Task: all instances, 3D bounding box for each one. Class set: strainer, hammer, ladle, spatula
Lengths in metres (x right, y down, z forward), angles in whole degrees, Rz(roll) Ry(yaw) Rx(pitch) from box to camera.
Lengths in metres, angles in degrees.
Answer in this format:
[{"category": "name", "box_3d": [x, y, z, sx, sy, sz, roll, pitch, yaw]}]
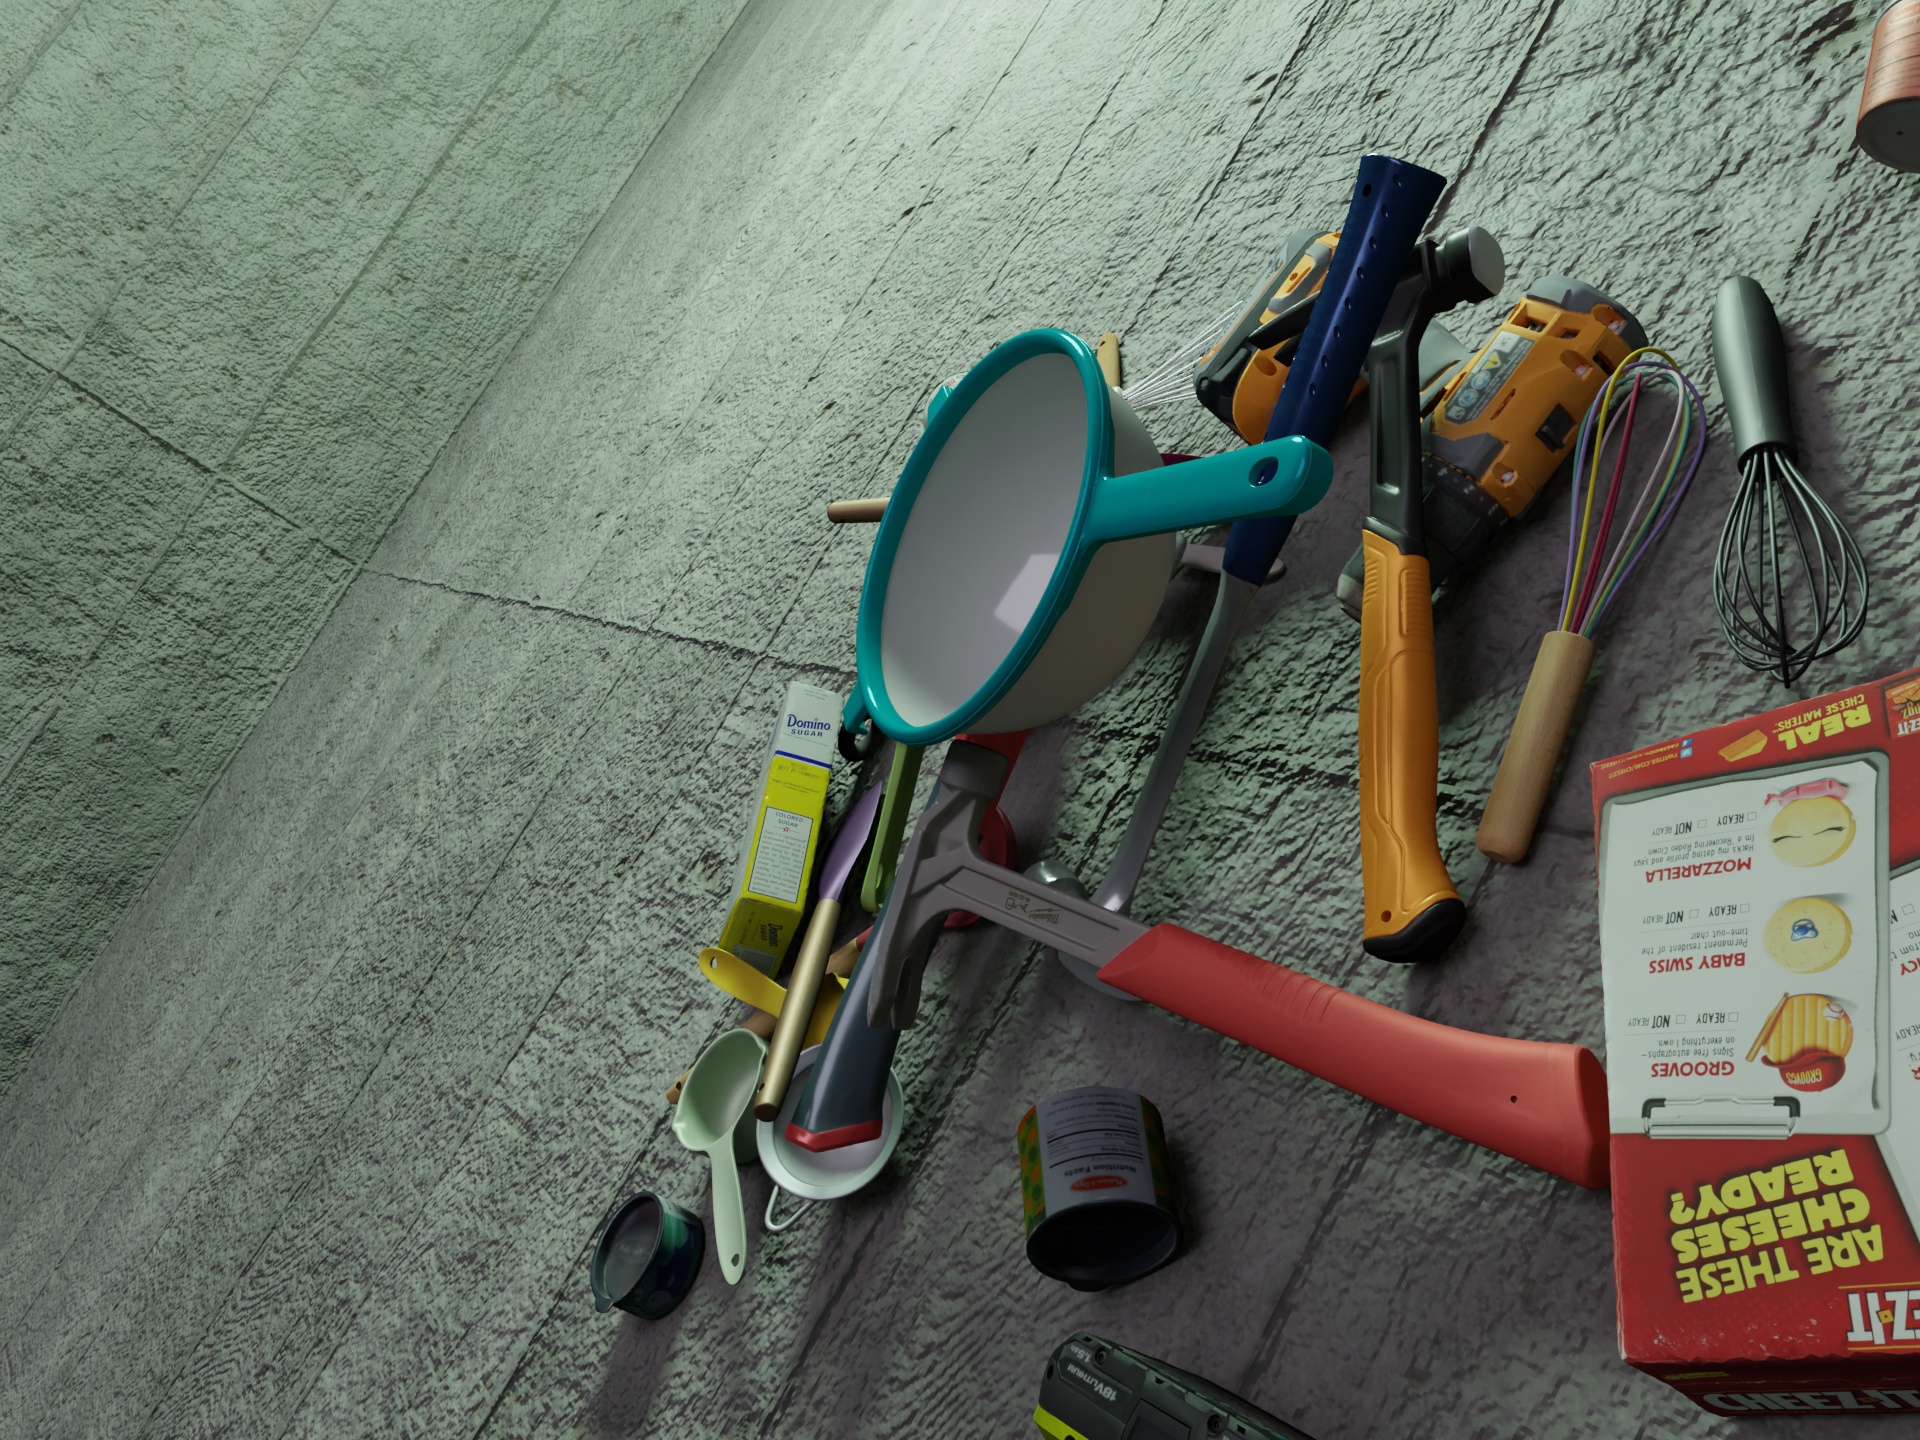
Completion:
[{"category": "strainer", "box_3d": [-0.042, 0.154, 0.866, 0.087, 0.050, 0.258, 13, 75, 29]}, {"category": "hammer", "box_3d": [0.131, -0.055, 0.739, 0.144, 0.035, 0.405, 45, 119, 58]}, {"category": "hammer", "box_3d": [0.190, -0.058, 0.719, 0.127, 0.034, 0.337, -17, 61, 45]}, {"category": "strainer", "box_3d": [-0.002, -0.003, 0.957, 0.069, 0.151, 0.256, 13, 88, 28]}, {"category": "hammer", "box_3d": [-0.014, 0.040, 0.852, 0.038, 0.143, 0.386, 111, -177, -76]}, {"category": "ladle", "box_3d": [-0.075, 0.150, 0.952, 0.315, 0.031, 0.069, -40, 50, 25]}, {"category": "spatula", "box_3d": [-0.082, 0.124, 0.920, 0.059, 0.018, 0.316, -46, 14, 23]}, {"category": "hammer", "box_3d": [0.099, 0.119, 0.673, 0.359, 0.036, 0.149, 18, 92, 44]}, {"category": "strainer", "box_3d": [0.071, -0.077, 0.727, 0.340, 0.095, 0.211, -1, 72, 60]}]

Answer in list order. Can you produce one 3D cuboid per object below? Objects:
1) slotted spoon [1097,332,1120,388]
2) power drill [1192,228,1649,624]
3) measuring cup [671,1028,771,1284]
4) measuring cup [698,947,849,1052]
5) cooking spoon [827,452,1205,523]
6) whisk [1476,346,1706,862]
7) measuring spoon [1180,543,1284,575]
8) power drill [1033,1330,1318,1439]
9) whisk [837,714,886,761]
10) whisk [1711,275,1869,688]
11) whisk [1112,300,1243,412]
[{"category": "slotted spoon", "box_3d": [0.092, -0.158, 1.039, 0.070, 0.031, 0.314, -29, 37, 34]}, {"category": "power drill", "box_3d": [0.214, -0.155, 0.825, 0.185, 0.084, 0.226, -55, 35, 7]}, {"category": "measuring cup", "box_3d": [-0.122, 0.252, 0.905, 0.083, 0.038, 0.168, -42, 35, 19]}, {"category": "measuring cup", "box_3d": [-0.104, 0.165, 0.946, 0.157, 0.029, 0.062, 17, 89, 47]}, {"category": "cooking spoon", "box_3d": [0.041, -0.136, 0.983, 0.319, 0.068, 0.017, 2, 68, 37]}, {"category": "whisk", "box_3d": [0.265, -0.055, 0.683, 0.051, 0.047, 0.245, 15, 74, 34]}, {"category": "measuring spoon", "box_3d": [0.135, -0.100, 0.912, 0.034, 0.018, 0.124, -41, 35, -25]}, {"category": "power drill", "box_3d": [0.047, 0.343, 0.551, 0.171, 0.080, 0.223, 5, 66, 55]}, {"category": "whisk", "box_3d": [-0.005, -0.102, 1.067, 0.296, 0.073, 0.073, -60, 30, 5]}, {"category": "whisk", "box_3d": [0.330, -0.109, 0.653, 0.055, 0.055, 0.239, -24, 38, 39]}, {"category": "whisk", "box_3d": [0.108, -0.198, 0.978, 0.246, 0.059, 0.058, -22, 45, 19]}]
